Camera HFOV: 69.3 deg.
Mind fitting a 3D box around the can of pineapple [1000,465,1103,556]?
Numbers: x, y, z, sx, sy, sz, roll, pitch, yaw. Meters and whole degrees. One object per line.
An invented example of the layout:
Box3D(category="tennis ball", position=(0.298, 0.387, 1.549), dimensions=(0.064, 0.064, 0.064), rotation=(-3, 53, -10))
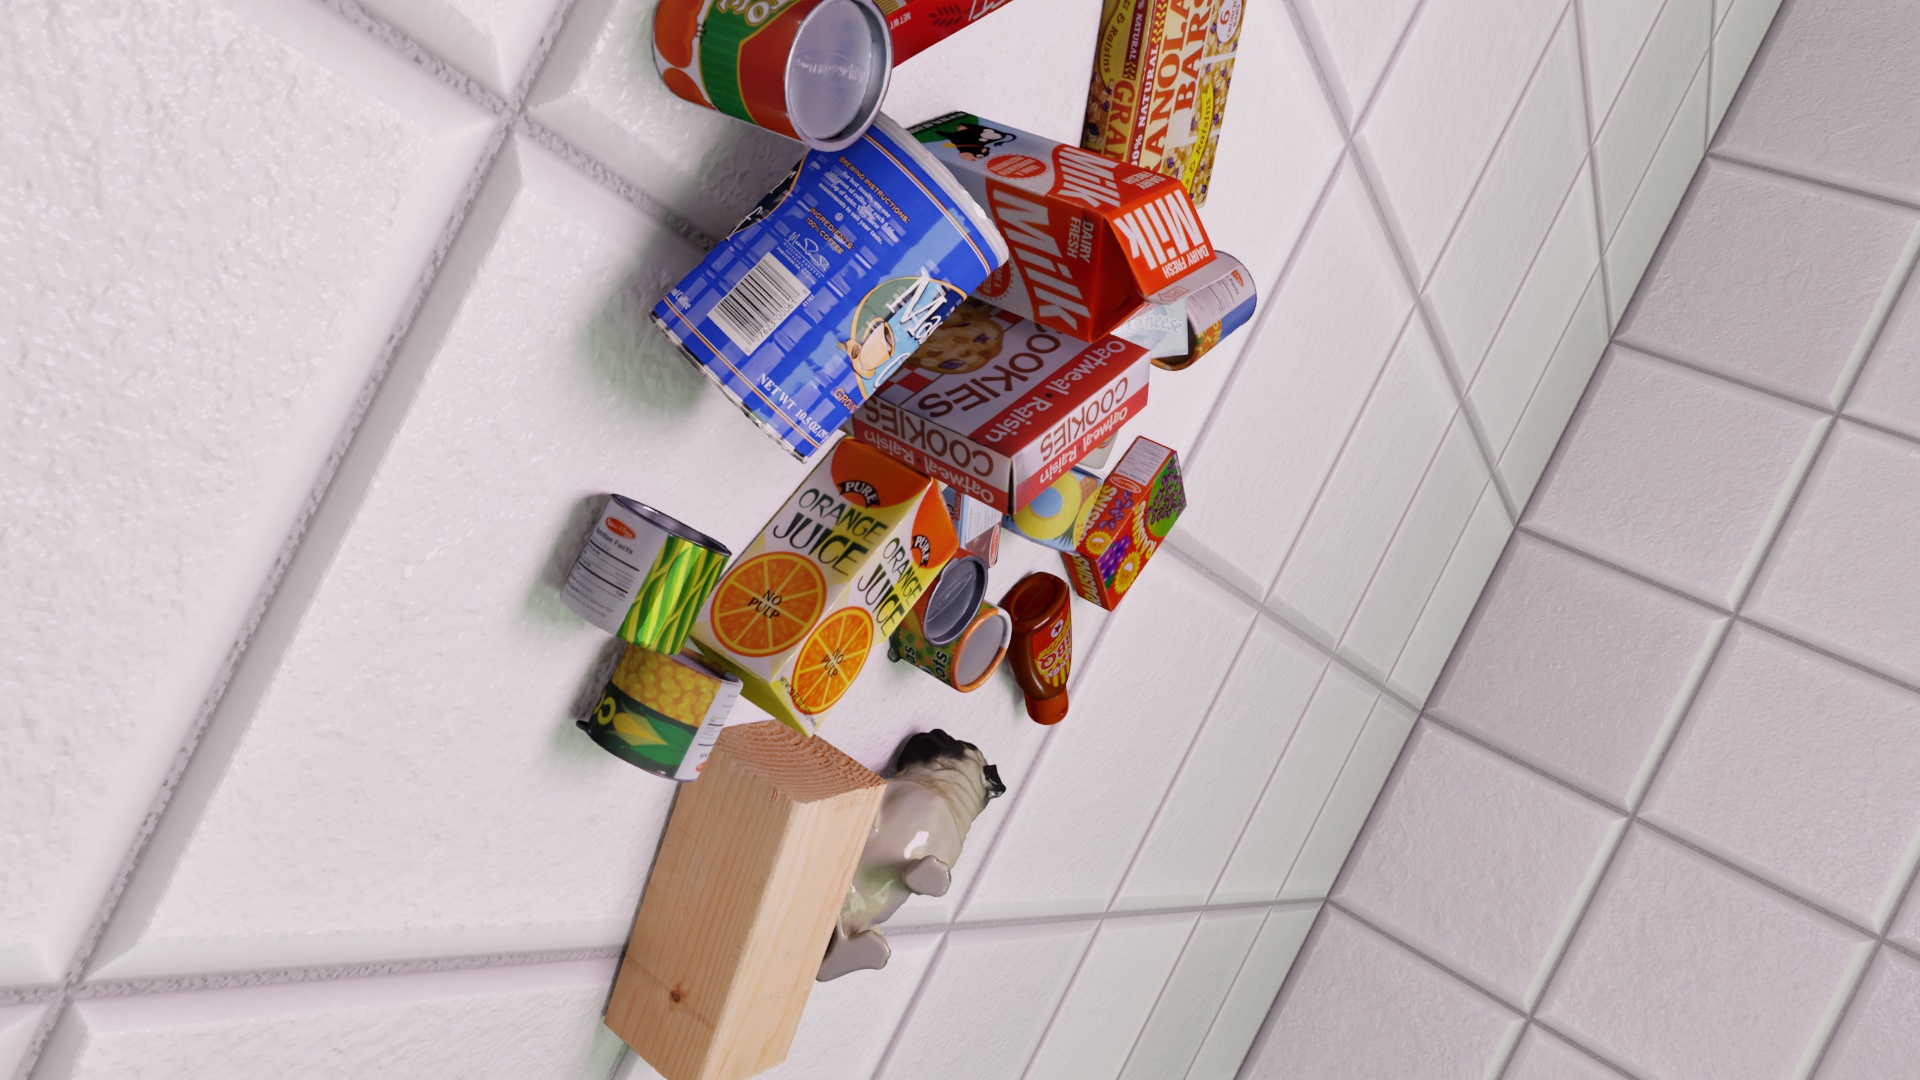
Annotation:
Box3D(category="can of pineapple", position=(0.064, -0.029, 1.000), dimensions=(0.071, 0.071, 0.057), rotation=(8, 107, -59))

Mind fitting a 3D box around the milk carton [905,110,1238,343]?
Box3D(category="milk carton", position=(0.049, -0.165, 0.742), dimensions=(0.073, 0.191, 0.073), rotation=(-34, 140, -41))

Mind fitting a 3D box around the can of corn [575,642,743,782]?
Box3D(category="can of corn", position=(-0.160, 0.087, 0.744), dimensions=(0.058, 0.071, 0.071), rotation=(-63, 151, -1))

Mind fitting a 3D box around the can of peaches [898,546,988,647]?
Box3D(category="can of peaches", position=(-0.024, 0.027, 0.916), dimensions=(0.071, 0.058, 0.070), rotation=(-37, 141, -37))

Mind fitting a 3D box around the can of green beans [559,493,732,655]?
Box3D(category="can of green beans", position=(-0.156, 0.017, 0.690), dimensions=(0.058, 0.071, 0.071), rotation=(-63, 151, 0))

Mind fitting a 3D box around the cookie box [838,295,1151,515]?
Box3D(category="cookie box", position=(0.000, -0.089, 0.748), dimensions=(0.123, 0.168, 0.040), rotation=(-39, 144, -35))

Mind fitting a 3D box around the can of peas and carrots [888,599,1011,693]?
Box3D(category="can of peas and carrots", position=(-0.008, 0.068, 0.975), dimensions=(0.071, 0.059, 0.070), rotation=(-37, 141, -37))

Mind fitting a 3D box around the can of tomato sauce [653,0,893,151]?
Box3D(category="can of tomato sauce", position=(-0.082, -0.214, 0.603), dimensions=(0.071, 0.083, 0.070), rotation=(-38, 142, -37))

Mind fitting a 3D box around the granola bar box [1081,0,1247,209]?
Box3D(category="granola bar box", position=(0.134, -0.295, 0.926), dimensions=(0.125, 0.039, 0.164), rotation=(-29, 136, -45))

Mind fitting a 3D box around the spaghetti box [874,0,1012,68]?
Box3D(category="spaghetti box", position=(0.005, -0.294, 0.712), dimensions=(0.251, 0.050, 0.028), rotation=(-42, 146, -33))

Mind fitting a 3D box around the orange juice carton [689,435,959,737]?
Box3D(category="orange juice carton", position=(-0.066, 0.011, 0.821), dimensions=(0.193, 0.073, 0.071), rotation=(-52, 149, -20))

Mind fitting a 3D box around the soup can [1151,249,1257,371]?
Box3D(category="soup can", position=(0.176, -0.174, 1.066), dimensions=(0.084, 0.071, 0.071), rotation=(-38, 142, -36))

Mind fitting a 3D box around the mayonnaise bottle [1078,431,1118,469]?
Box3D(category="mayonnaise bottle", position=(0.107, -0.128, 1.015), dimensions=(0.065, 0.041, 0.148), rotation=(12, 103, -52))

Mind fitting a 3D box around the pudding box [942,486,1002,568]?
Box3D(category="pudding box", position=(0.003, -0.012, 0.957), dimensions=(0.050, 0.030, 0.083), rotation=(-34, 140, -42))

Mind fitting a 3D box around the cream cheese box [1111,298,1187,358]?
Box3D(category="cream cheese box", position=(0.111, -0.150, 0.969), dimensions=(0.104, 0.024, 0.053), rotation=(-13, 108, -24))

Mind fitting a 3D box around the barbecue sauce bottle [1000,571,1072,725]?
Box3D(category="barbecue sauce bottle", position=(0.065, 0.094, 1.127), dimensions=(0.065, 0.044, 0.147), rotation=(-46, 147, -29))

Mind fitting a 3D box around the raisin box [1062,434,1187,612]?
Box3D(category="raisin box", position=(0.137, -0.014, 1.160), dimensions=(0.124, 0.040, 0.085), rotation=(-53, 150, -19))
